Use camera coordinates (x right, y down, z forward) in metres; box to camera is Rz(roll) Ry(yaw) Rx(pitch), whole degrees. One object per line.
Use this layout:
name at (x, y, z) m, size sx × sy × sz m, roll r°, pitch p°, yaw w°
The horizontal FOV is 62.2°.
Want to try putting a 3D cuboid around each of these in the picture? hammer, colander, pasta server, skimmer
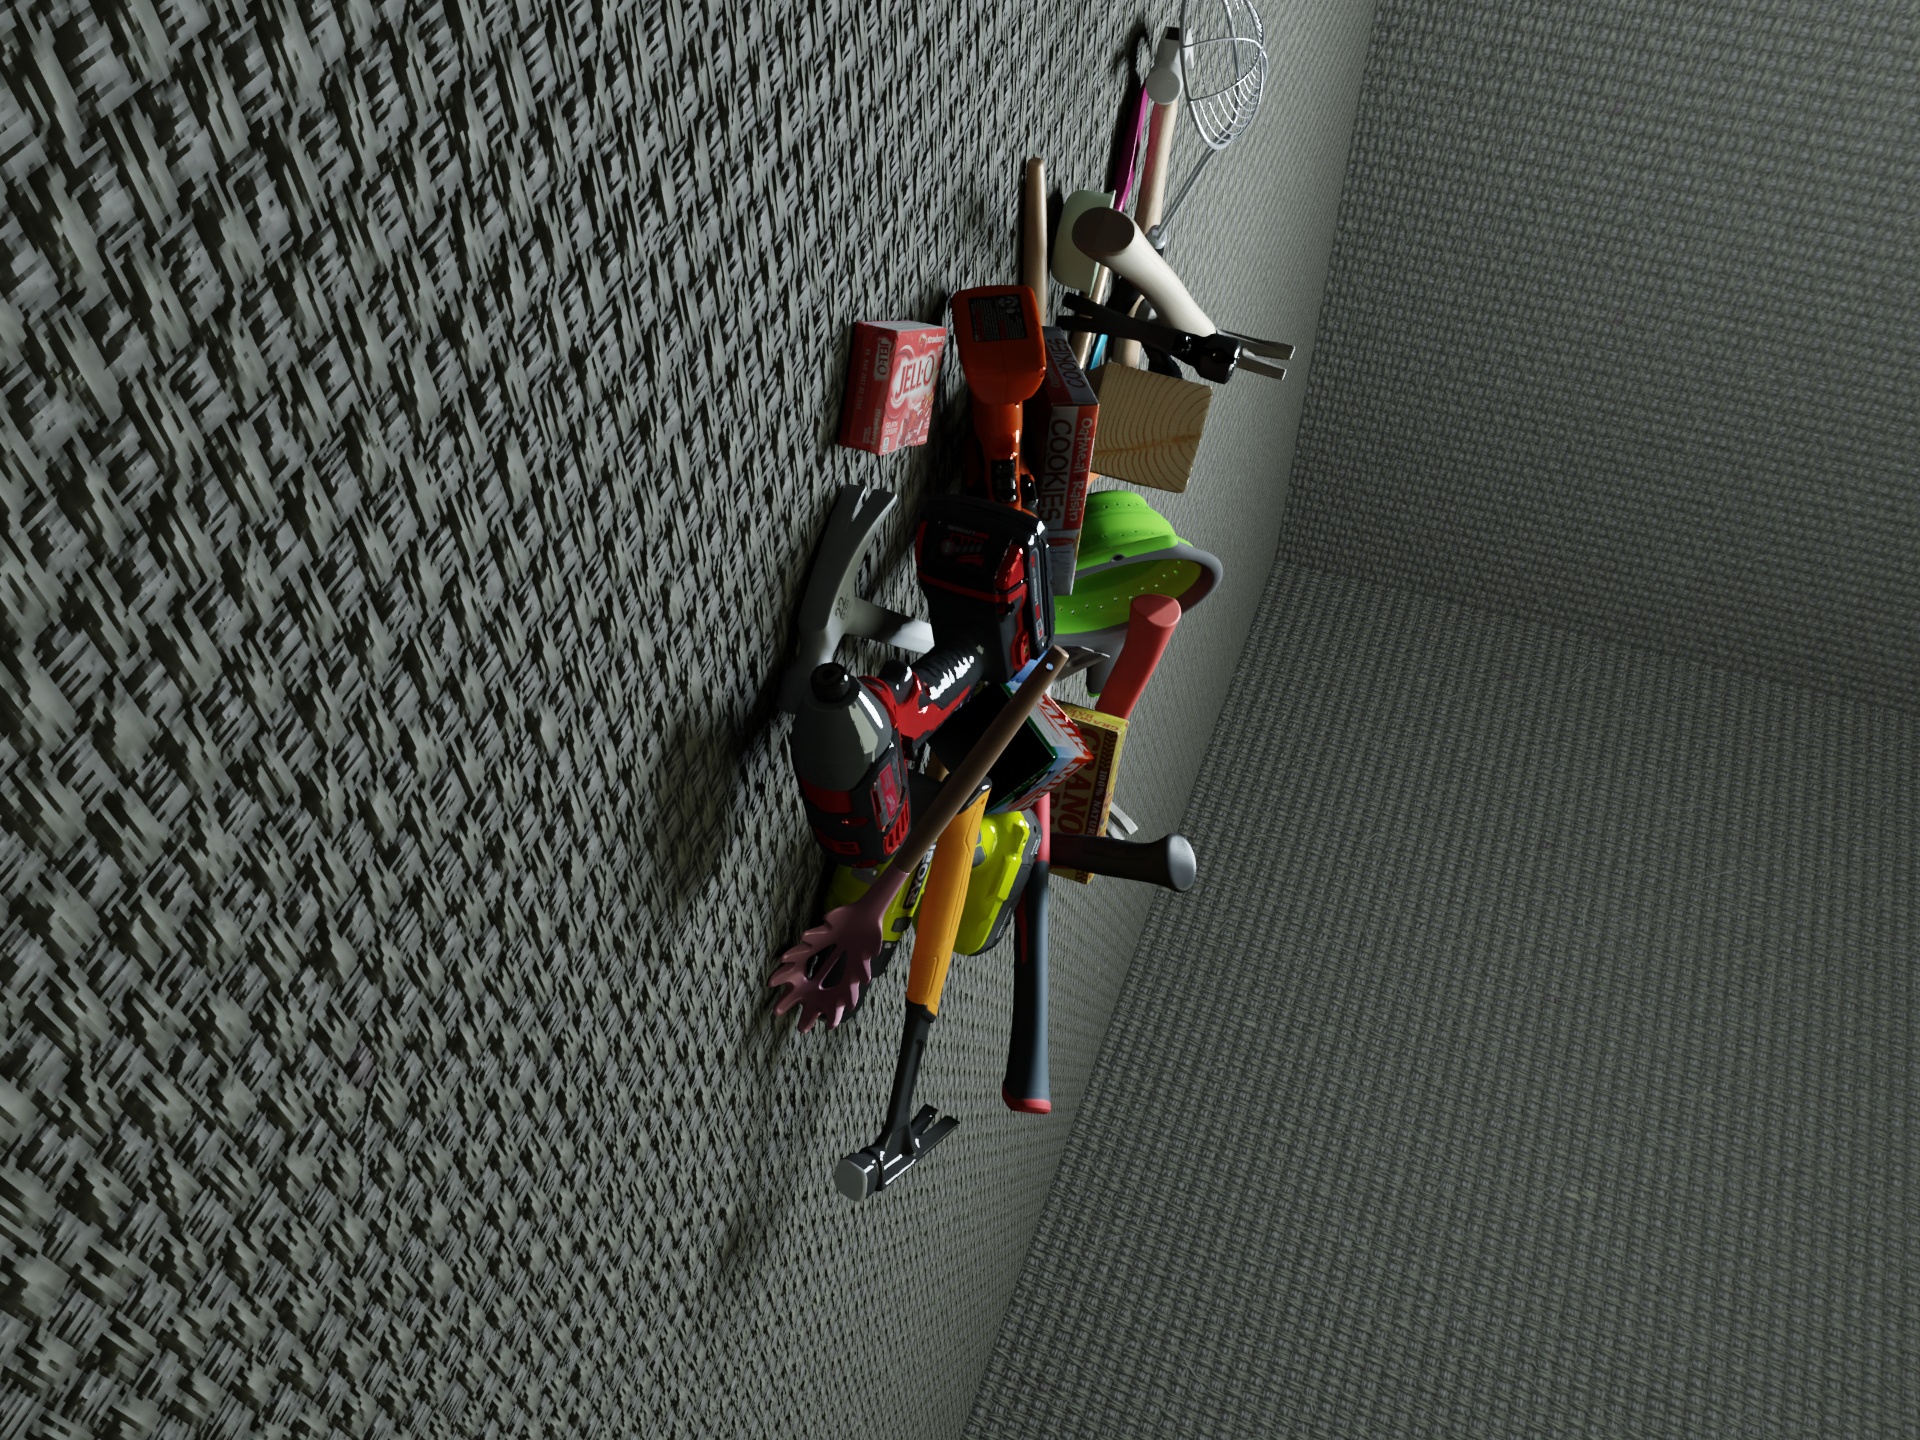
hammer at (0.092, 0.117, 1.366) m, size 0.335 × 0.035 × 0.146 m, roll 2°, pitch -101°, yaw 62°
colander at (0.131, -0.121, 1.519) m, size 0.396 × 0.204 × 0.095 m, roll 79°, pitch -3°, yaw -72°
hammer at (-0.010, -0.059, 1.120) m, size 0.405 × 0.035 × 0.144 m, roll 11°, pitch 94°, yaw -69°
pasta server at (-0.025, 0.079, 1.064) m, size 0.316 × 0.060 × 0.040 m, roll -54°, pitch -179°, yaw 14°
hammer at (0.171, -0.466, 1.449) m, size 0.331 × 0.031 × 0.130 m, roll 95°, pitch 9°, yaw -49°
hammer at (-0.020, 0.188, 1.162) m, size 0.127 × 0.034 × 0.336 m, roll -22°, pitch 130°, yaw -54°
hammer at (0.177, -0.322, 1.438) m, size 0.409 × 0.149 × 0.036 m, roll -31°, pitch 140°, yaw -79°
skimmer at (0.159, -0.451, 1.317) m, size 0.363 × 0.090 × 0.127 m, roll 125°, pitch -17°, yaw -64°
hammer at (0.155, -0.008, 1.538) m, size 0.037 × 0.149 × 0.358 m, roll -33°, pitch 163°, yaw -23°
hammer at (0.172, -0.334, 1.258) m, size 0.038 × 0.146 × 0.410 m, roll -71°, pitch 165°, yaw 9°
hammer at (0.069, 0.128, 1.323) m, size 0.143 × 0.038 × 0.387 m, roll -26°, pitch -124°, yaw 49°

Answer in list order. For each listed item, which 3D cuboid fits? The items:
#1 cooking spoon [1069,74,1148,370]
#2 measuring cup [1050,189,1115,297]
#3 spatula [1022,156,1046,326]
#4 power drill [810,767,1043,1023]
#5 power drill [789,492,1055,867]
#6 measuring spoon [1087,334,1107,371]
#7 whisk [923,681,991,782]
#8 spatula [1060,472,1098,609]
cooking spoon at (0.124, -0.405, 1.392) m, size 0.069 × 0.017 × 0.319 m, roll -28°, pitch 132°, yaw -82°
measuring cup at (0.098, -0.390, 1.292) m, size 0.168 × 0.038 × 0.083 m, roll -74°, pitch 177°, yaw -74°
spatula at (0.069, -0.294, 1.250) m, size 0.317 × 0.044 × 0.082 m, roll 87°, pitch -1°, yaw -48°
power drill at (-0.031, 0.132, 1.219) m, size 0.228 × 0.080 × 0.190 m, roll 6°, pitch 107°, yaw -66°
power drill at (-0.027, -0.031, 0.953) m, size 0.220 × 0.078 × 0.143 m, roll -55°, pitch 151°, yaw -34°
measuring spoon at (0.130, -0.323, 1.495) m, size 0.042 × 0.021 × 0.128 m, roll 34°, pitch 74°, yaw -75°
whisk at (-0.003, -0.005, 1.303) m, size 0.051 × 0.047 × 0.245 m, roll 14°, pitch 97°, yaw -68°
spatula at (0.113, -0.152, 1.579) m, size 0.081 × 0.041 × 0.322 m, roll -12°, pitch 119°, yaw -60°
